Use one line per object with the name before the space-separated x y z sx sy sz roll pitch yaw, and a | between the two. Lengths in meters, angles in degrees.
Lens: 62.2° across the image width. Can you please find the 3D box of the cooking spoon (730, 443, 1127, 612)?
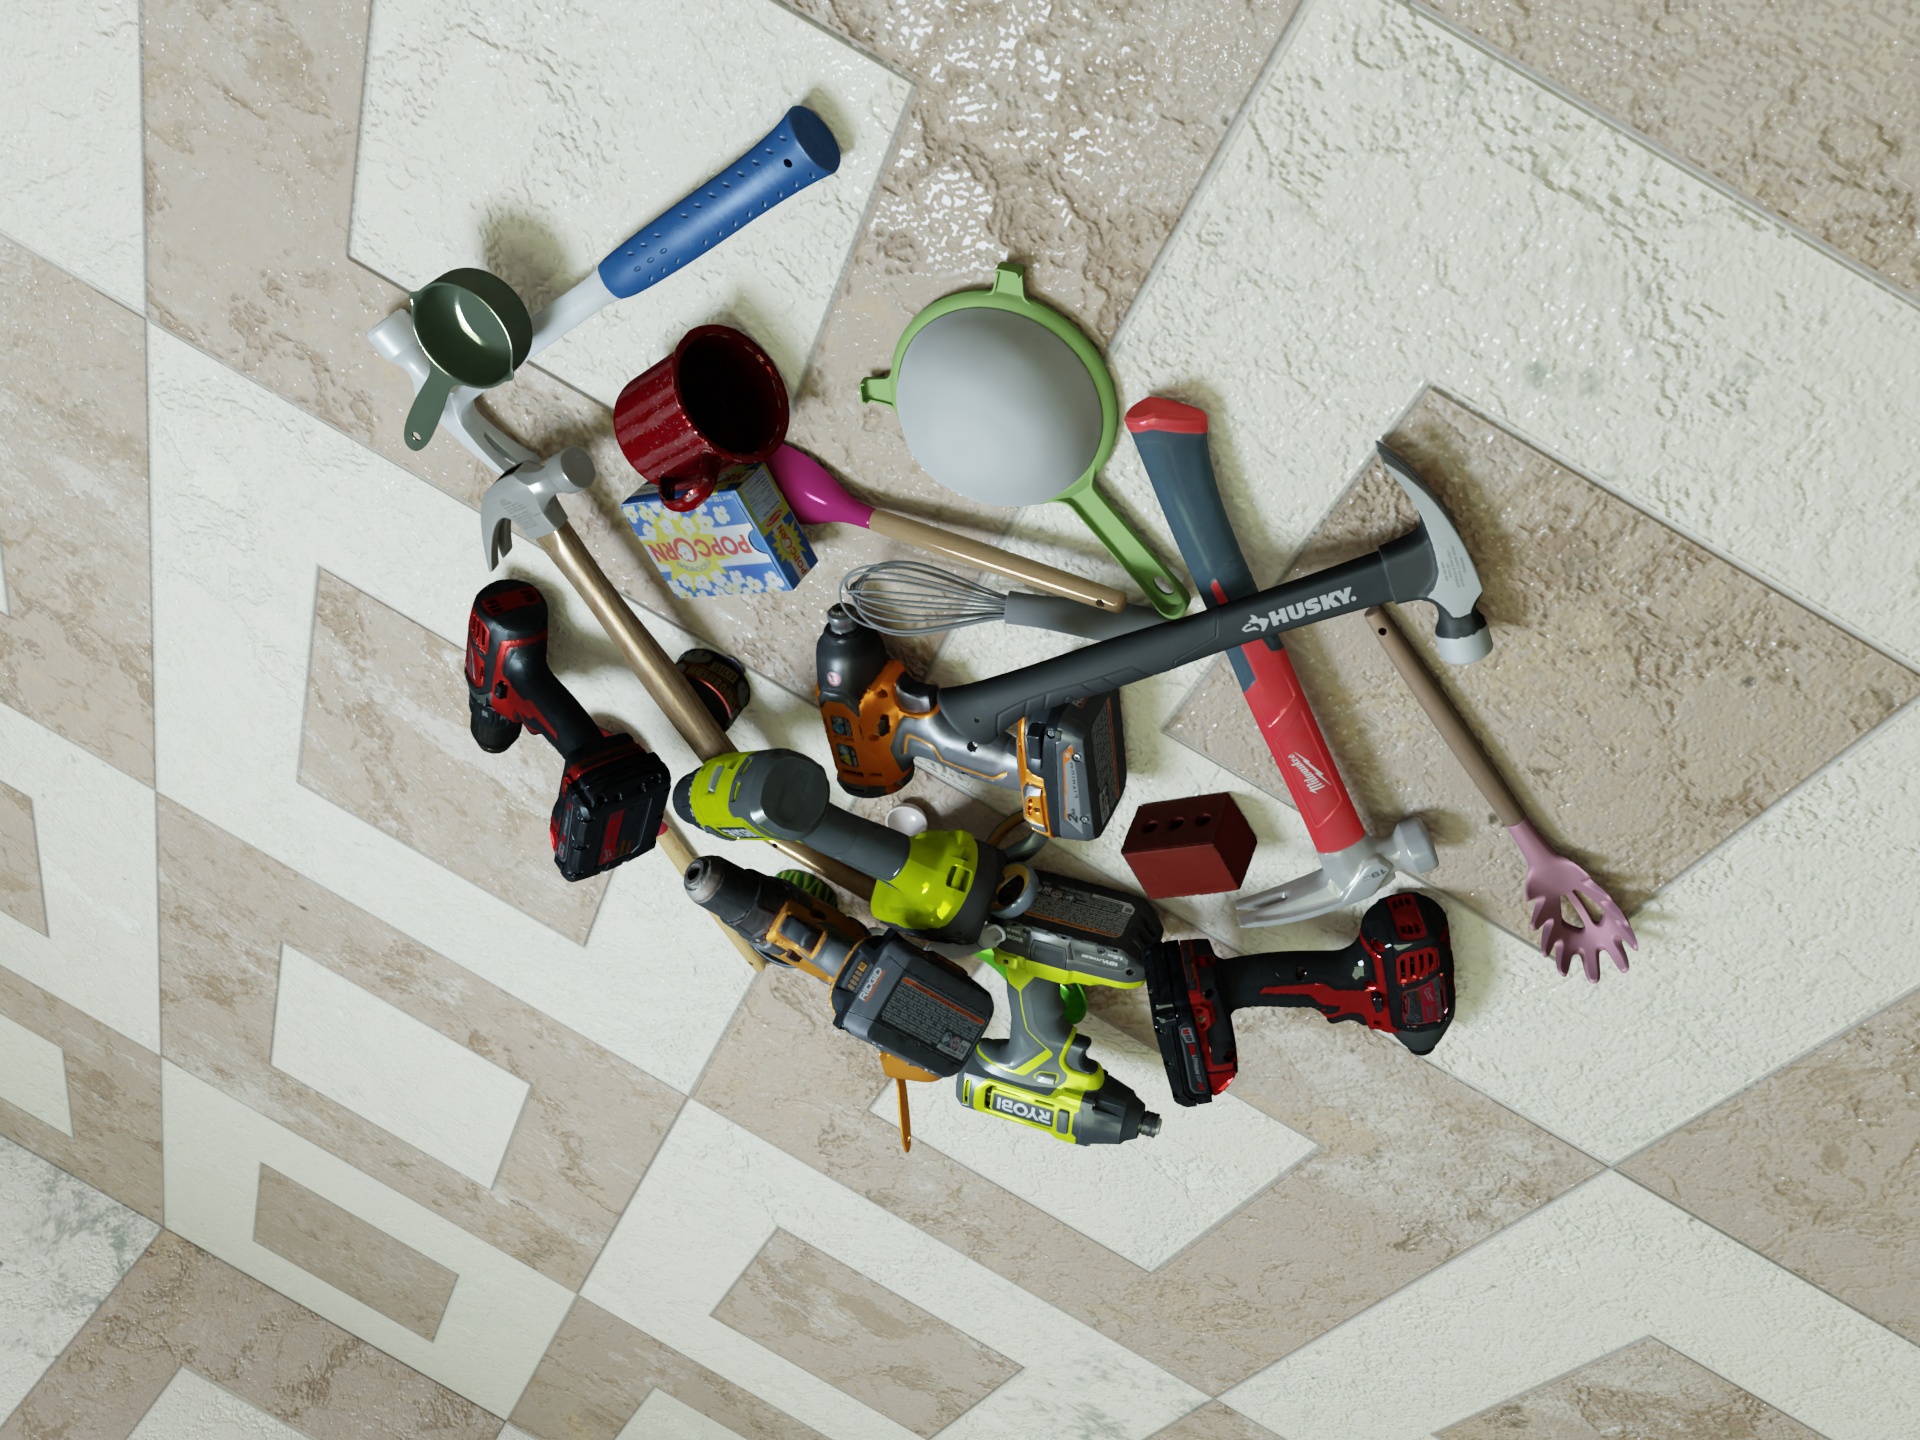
cooking spoon | -0.036 -0.128 1.073 0.319 0.017 0.068 20 137 18

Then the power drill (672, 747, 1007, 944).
power drill | -0.098 0.089 1.195 0.228 0.080 0.190 28 163 -26

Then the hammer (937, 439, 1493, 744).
hammer | 0.143 -0.056 0.975 0.335 0.035 0.146 -18 118 15

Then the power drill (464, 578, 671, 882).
power drill | -0.333 0.020 1.287 0.227 0.080 0.187 51 142 22

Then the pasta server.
pasta server | 0.350 0.050 1.040 0.060 0.040 0.316 -28 112 29

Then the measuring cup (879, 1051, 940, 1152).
measuring cup | -0.031 0.316 1.425 0.052 0.095 0.173 4 111 17

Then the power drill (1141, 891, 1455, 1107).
power drill | 0.254 0.209 1.173 0.219 0.079 0.143 -13 126 8

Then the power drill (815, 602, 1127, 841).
power drill | -0.002 -0.004 1.144 0.226 0.084 0.164 11 134 24

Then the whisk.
whisk | 0.034 -0.073 1.077 0.239 0.055 0.055 8 133 10

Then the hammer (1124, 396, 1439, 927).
hammer | 0.181 -0.029 1.030 0.143 0.038 0.386 -22 116 14

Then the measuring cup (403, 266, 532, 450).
measuring cup | -0.342 -0.240 1.079 0.083 0.038 0.167 39 138 -10

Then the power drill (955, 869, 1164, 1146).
power drill | 0.090 0.243 1.289 0.171 0.080 0.223 13 121 15

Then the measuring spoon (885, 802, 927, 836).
measuring spoon | -0.036 0.116 1.308 0.034 0.018 0.124 -2 124 12

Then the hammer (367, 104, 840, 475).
hammer | -0.230 -0.278 1.039 0.405 0.035 0.144 -19 119 38

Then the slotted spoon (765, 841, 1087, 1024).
slotted spoon | -0.030 0.169 1.356 0.314 0.031 0.070 28 132 5

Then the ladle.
ladle | -0.254 0.118 1.425 0.069 0.031 0.315 0 132 39

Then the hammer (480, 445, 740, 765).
hammer | -0.245 -0.053 1.208 0.130 0.031 0.331 -12 123 35

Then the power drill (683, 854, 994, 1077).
power drill | -0.102 0.178 1.229 0.185 0.084 0.226 36 171 -39

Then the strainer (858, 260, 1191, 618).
strainer | 0.051 -0.145 0.990 0.256 0.069 0.151 46 134 -15

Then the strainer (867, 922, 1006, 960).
strainer | -0.022 0.193 1.302 0.087 0.050 0.258 61 150 2
